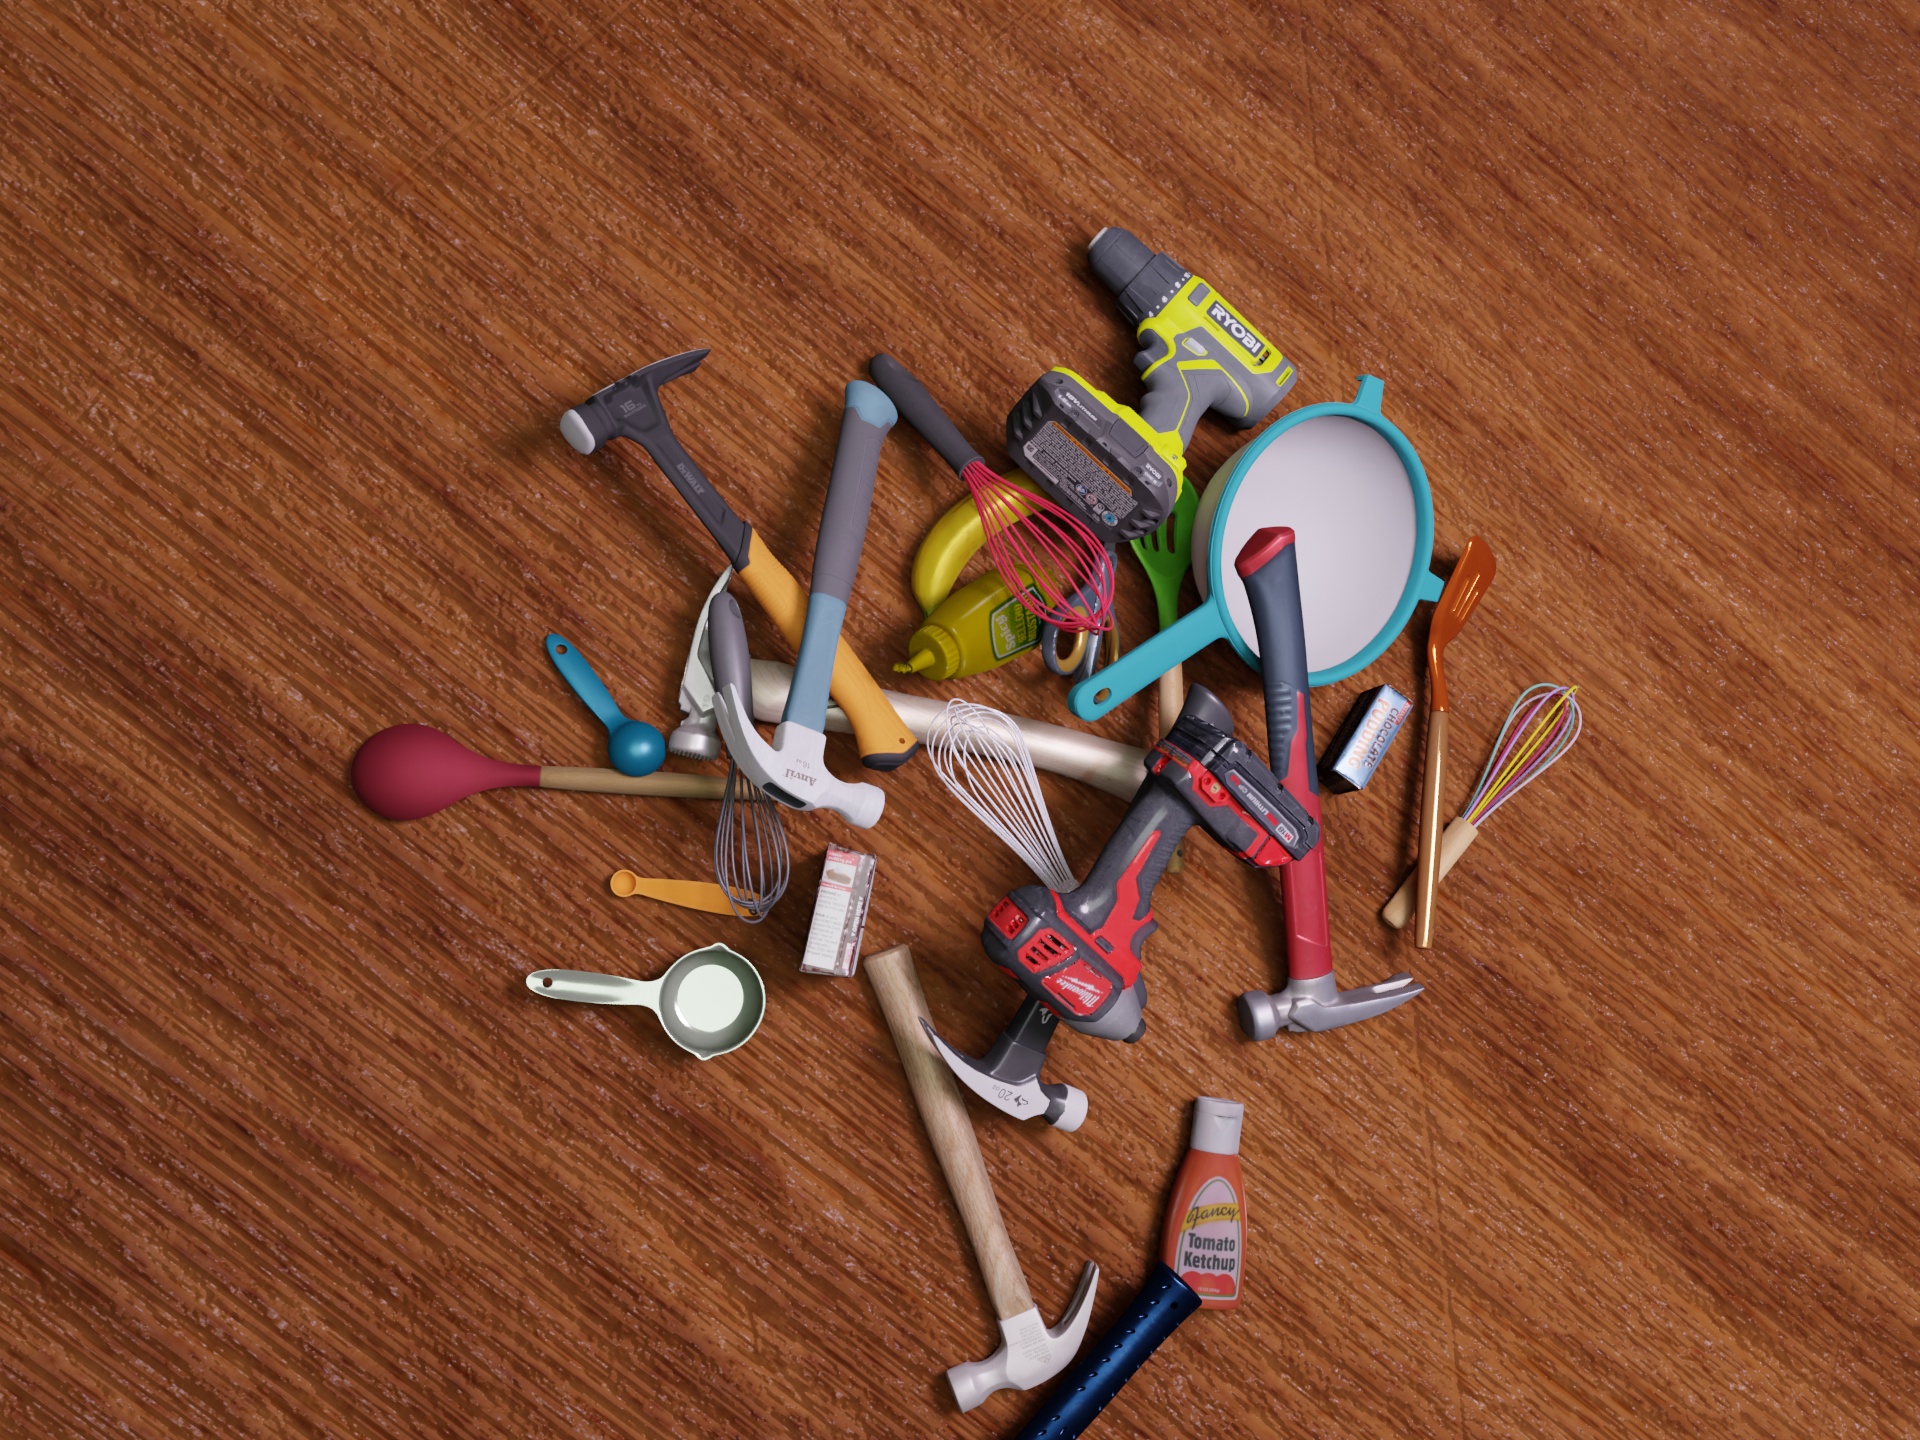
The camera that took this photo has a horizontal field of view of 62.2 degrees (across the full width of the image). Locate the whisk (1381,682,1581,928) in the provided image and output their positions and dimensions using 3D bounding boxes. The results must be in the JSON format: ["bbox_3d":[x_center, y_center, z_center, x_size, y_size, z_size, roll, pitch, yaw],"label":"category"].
[{"bbox_3d":[0.413,0.064,1.258,0.051,0.047,0.245,41,82,-5],"label":"whisk"}]

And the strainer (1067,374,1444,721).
[{"bbox_3d":[0.200,-0.103,1.194,0.340,0.095,0.210,-33,116,-16],"label":"strainer"}]

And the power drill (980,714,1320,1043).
[{"bbox_3d":[0.132,0.117,1.089,0.219,0.079,0.143,-46,114,-2],"label":"power drill"}]

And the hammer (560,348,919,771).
[{"bbox_3d":[-0.136,-0.108,1.139,0.127,0.034,0.337,-40,96,-36],"label":"hammer"}]

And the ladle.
[{"bbox_3d":[-0.277,0.044,1.149,0.315,0.031,0.069,4,82,-11],"label":"ladle"}]

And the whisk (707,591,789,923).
[{"bbox_3d":[-0.157,0.023,1.121,0.055,0.055,0.239,-6,79,-10],"label":"whisk"}]

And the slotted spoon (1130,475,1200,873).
[{"bbox_3d":[0.157,-0.040,1.210,0.070,0.031,0.314,7,75,-26],"label":"slotted spoon"}]

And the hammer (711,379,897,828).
[{"bbox_3d":[-0.090,-0.095,1.122,0.128,0.033,0.331,21,63,-25],"label":"hammer"}]

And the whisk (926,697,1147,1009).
[{"bbox_3d":[0.064,0.103,1.167,0.070,0.070,0.284,-36,107,-11],"label":"whisk"}]

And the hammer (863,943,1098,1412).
[{"bbox_3d":[0.003,0.323,1.165,0.130,0.031,0.331,-19,88,-11],"label":"hammer"}]

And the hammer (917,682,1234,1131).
[{"bbox_3d":[0.097,0.126,1.136,0.146,0.035,0.335,28,92,-24],"label":"hammer"}]

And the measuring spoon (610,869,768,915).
[{"bbox_3d":[-0.197,0.127,1.163,0.117,0.011,0.021,11,82,-12],"label":"measuring spoon"}]

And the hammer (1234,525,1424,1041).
[{"bbox_3d":[0.261,0.047,1.173,0.143,0.038,0.386,-11,106,-11],"label":"hammer"}]

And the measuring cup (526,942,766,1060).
[{"bbox_3d":[-0.223,0.194,1.137,0.167,0.038,0.083,8,83,-7],"label":"measuring cup"}]

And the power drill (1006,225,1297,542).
[{"bbox_3d":[0.134,-0.260,1.198,0.190,0.080,0.228,42,56,-4],"label":"power drill"}]

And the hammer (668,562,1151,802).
[{"bbox_3d":[-0.002,-0.004,1.196,0.410,0.038,0.146,13,81,-9],"label":"hammer"}]

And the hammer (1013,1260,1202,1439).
[{"bbox_3d":[0.025,0.553,1.123,0.144,0.035,0.405,44,85,-4],"label":"hammer"}]

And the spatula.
[{"bbox_3d":[0.381,0.018,1.241,0.041,0.081,0.323,0,76,32],"label":"spatula"}]

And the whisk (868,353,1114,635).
[{"bbox_3d":[0.019,-0.171,1.164,0.073,0.073,0.296,-33,66,-11],"label":"whisk"}]

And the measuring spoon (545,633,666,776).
[{"bbox_3d":[-0.259,-0.016,1.150,0.042,0.021,0.128,-35,82,-28],"label":"measuring spoon"}]
